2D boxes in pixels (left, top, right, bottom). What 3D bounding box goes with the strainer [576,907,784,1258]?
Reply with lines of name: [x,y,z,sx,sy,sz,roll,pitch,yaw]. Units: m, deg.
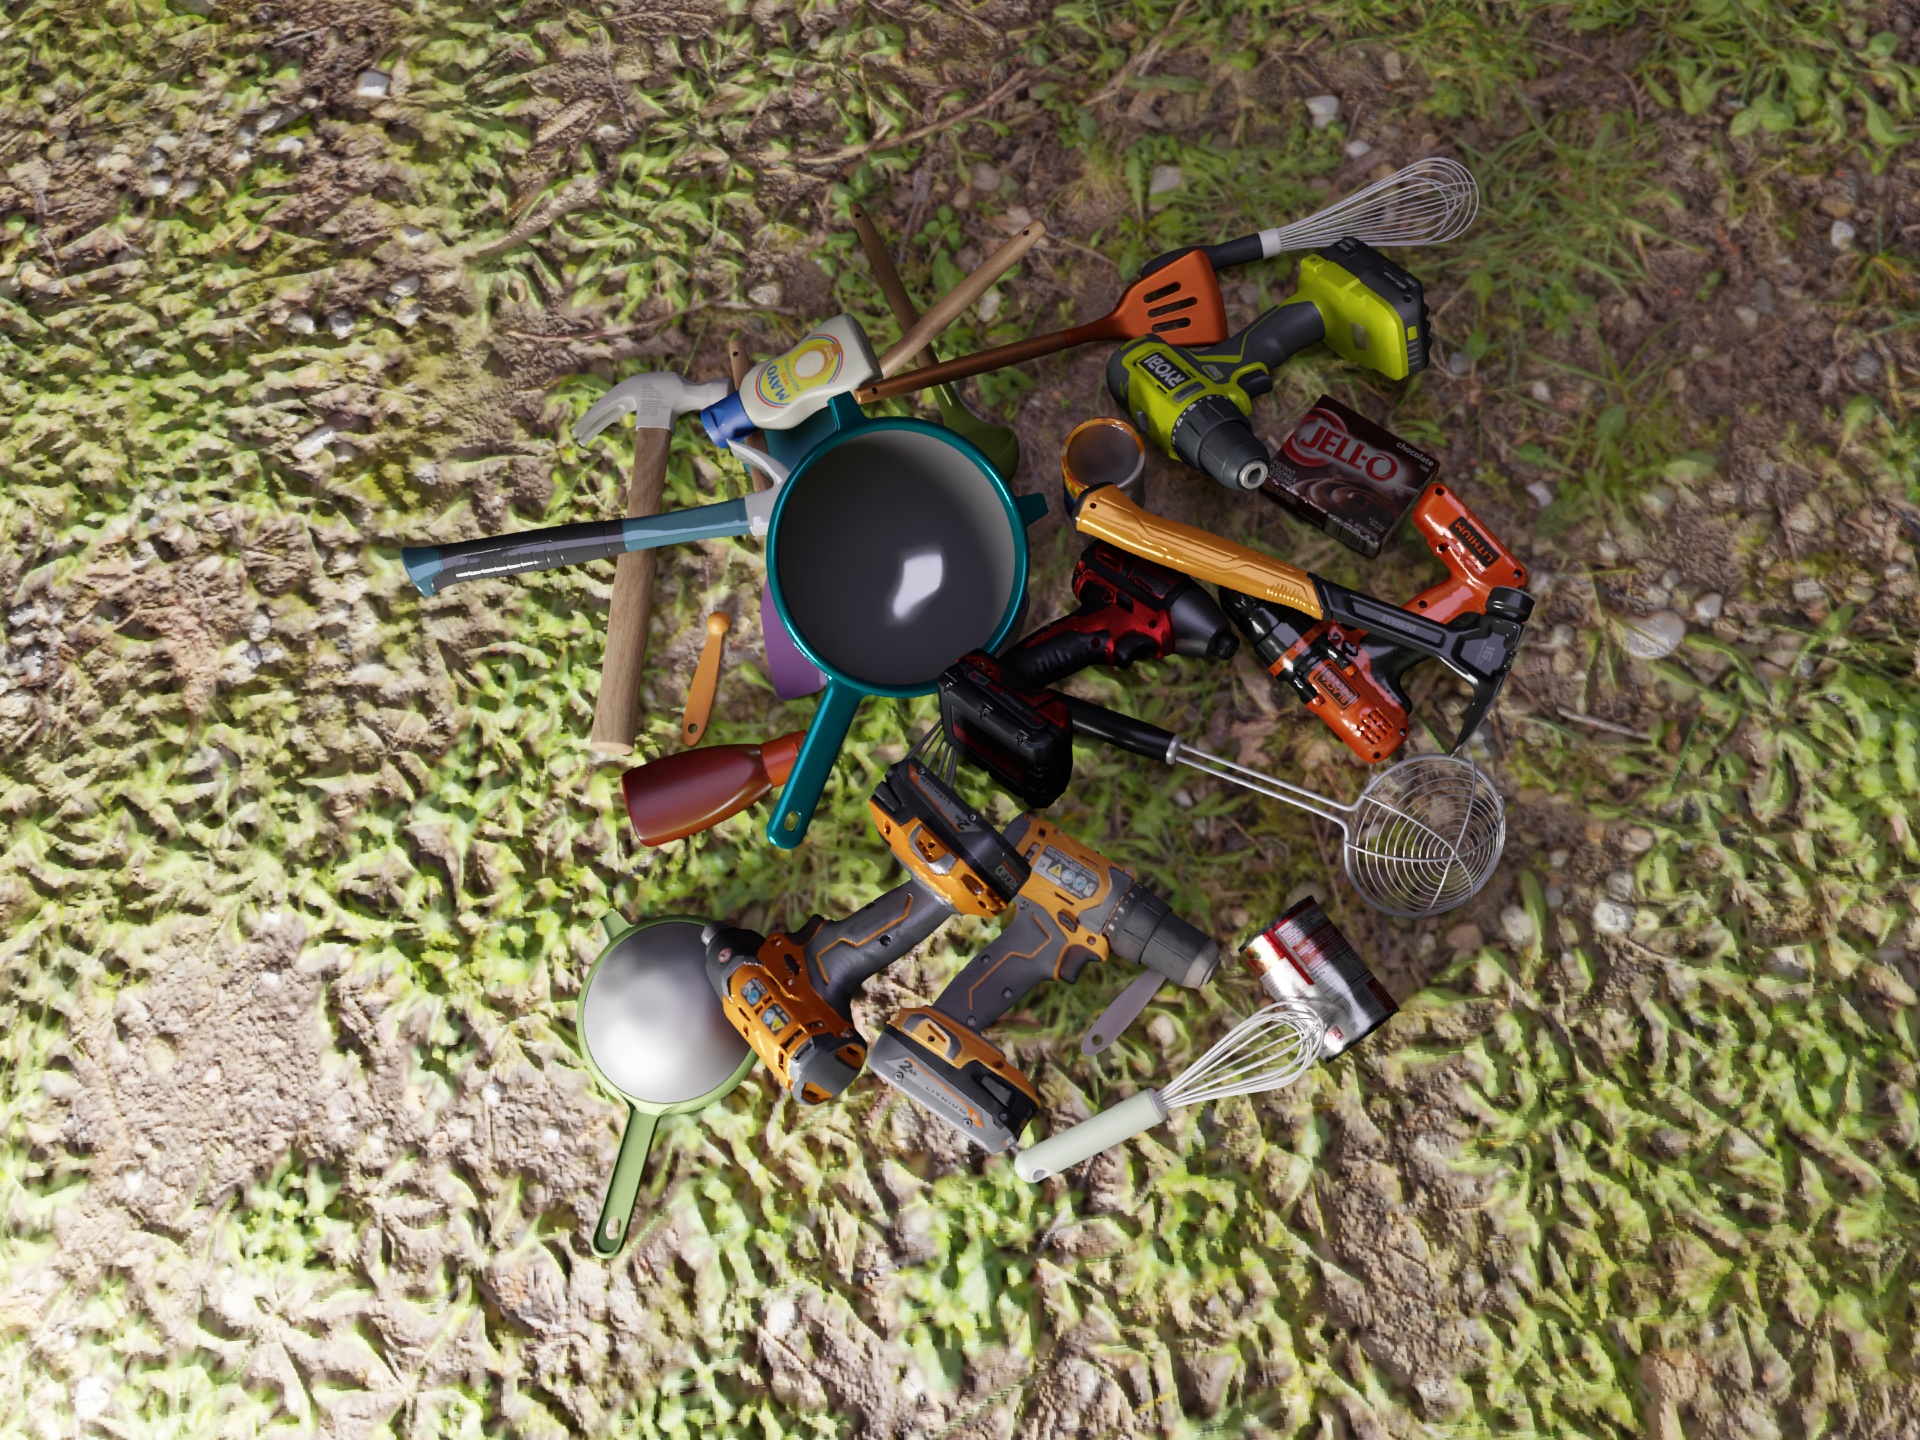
strainer: [-0.232,0.263,1.168,0.151,0.069,0.256,11,73,9]

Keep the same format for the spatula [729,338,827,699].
spatula: [-0.155,-0.171,1.310,0.060,0.018,0.316,-16,76,14]

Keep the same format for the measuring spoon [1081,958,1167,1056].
measuring spoon: [0.135,0.203,1.182,0.124,0.018,0.034,-47,63,-2]

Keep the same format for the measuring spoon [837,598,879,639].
measuring spoon: [-0.089,-0.123,1.294,0.042,0.021,0.129,-3,75,4]

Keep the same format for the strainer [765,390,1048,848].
strainer: [-0.083,-0.065,1.225,0.210,0.095,0.340,24,84,-22]

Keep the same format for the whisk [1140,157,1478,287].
whisk: [0.290,-0.409,1.331,0.284,0.070,0.070,-13,73,6]

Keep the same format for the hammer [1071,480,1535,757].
hammer: [0.236,-0.092,1.167,0.337,0.034,0.127,23,82,12]

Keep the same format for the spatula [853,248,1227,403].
spatula: [0.065,-0.306,1.295,0.322,0.041,0.081,-19,99,-17]

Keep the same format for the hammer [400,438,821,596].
hammer: [-0.283,-0.145,1.280,0.331,0.033,0.128,-9,75,0]

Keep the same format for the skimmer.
skimmer: [0.226,0.042,1.208,0.363,0.090,0.127,21,102,22]

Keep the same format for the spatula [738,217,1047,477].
spatula: [-0.054,-0.299,1.294,0.317,0.044,0.082,-38,70,24]

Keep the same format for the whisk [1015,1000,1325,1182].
whisk: [0.146,0.267,1.125,0.246,0.057,0.059,-29,42,11]

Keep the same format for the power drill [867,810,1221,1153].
power drill: [0.063,0.200,1.151,0.185,0.084,0.226,30,74,18]

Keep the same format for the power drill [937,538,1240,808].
power drill: [0.099,-0.042,1.196,0.143,0.078,0.220,36,62,28]

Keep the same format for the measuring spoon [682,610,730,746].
measuring spoon: [-0.207,-0.035,1.285,0.021,0.011,0.117,8,74,8]

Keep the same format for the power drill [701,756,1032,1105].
power drill: [-0.078,0.138,1.131,0.226,0.084,0.164,-46,54,-5]

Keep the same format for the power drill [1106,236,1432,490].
power drill: [0.251,-0.275,1.251,0.228,0.080,0.191,-29,45,-5]

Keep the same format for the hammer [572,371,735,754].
hammer: [-0.269,-0.135,1.311,0.130,0.031,0.331,3,74,6]

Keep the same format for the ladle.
ladle: [-0.035,-0.317,1.332,0.078,0.062,0.320,-27,70,8]

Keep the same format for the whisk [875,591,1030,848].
whisk: [-0.001,-0.004,1.240,0.055,0.055,0.239,24,73,12]
